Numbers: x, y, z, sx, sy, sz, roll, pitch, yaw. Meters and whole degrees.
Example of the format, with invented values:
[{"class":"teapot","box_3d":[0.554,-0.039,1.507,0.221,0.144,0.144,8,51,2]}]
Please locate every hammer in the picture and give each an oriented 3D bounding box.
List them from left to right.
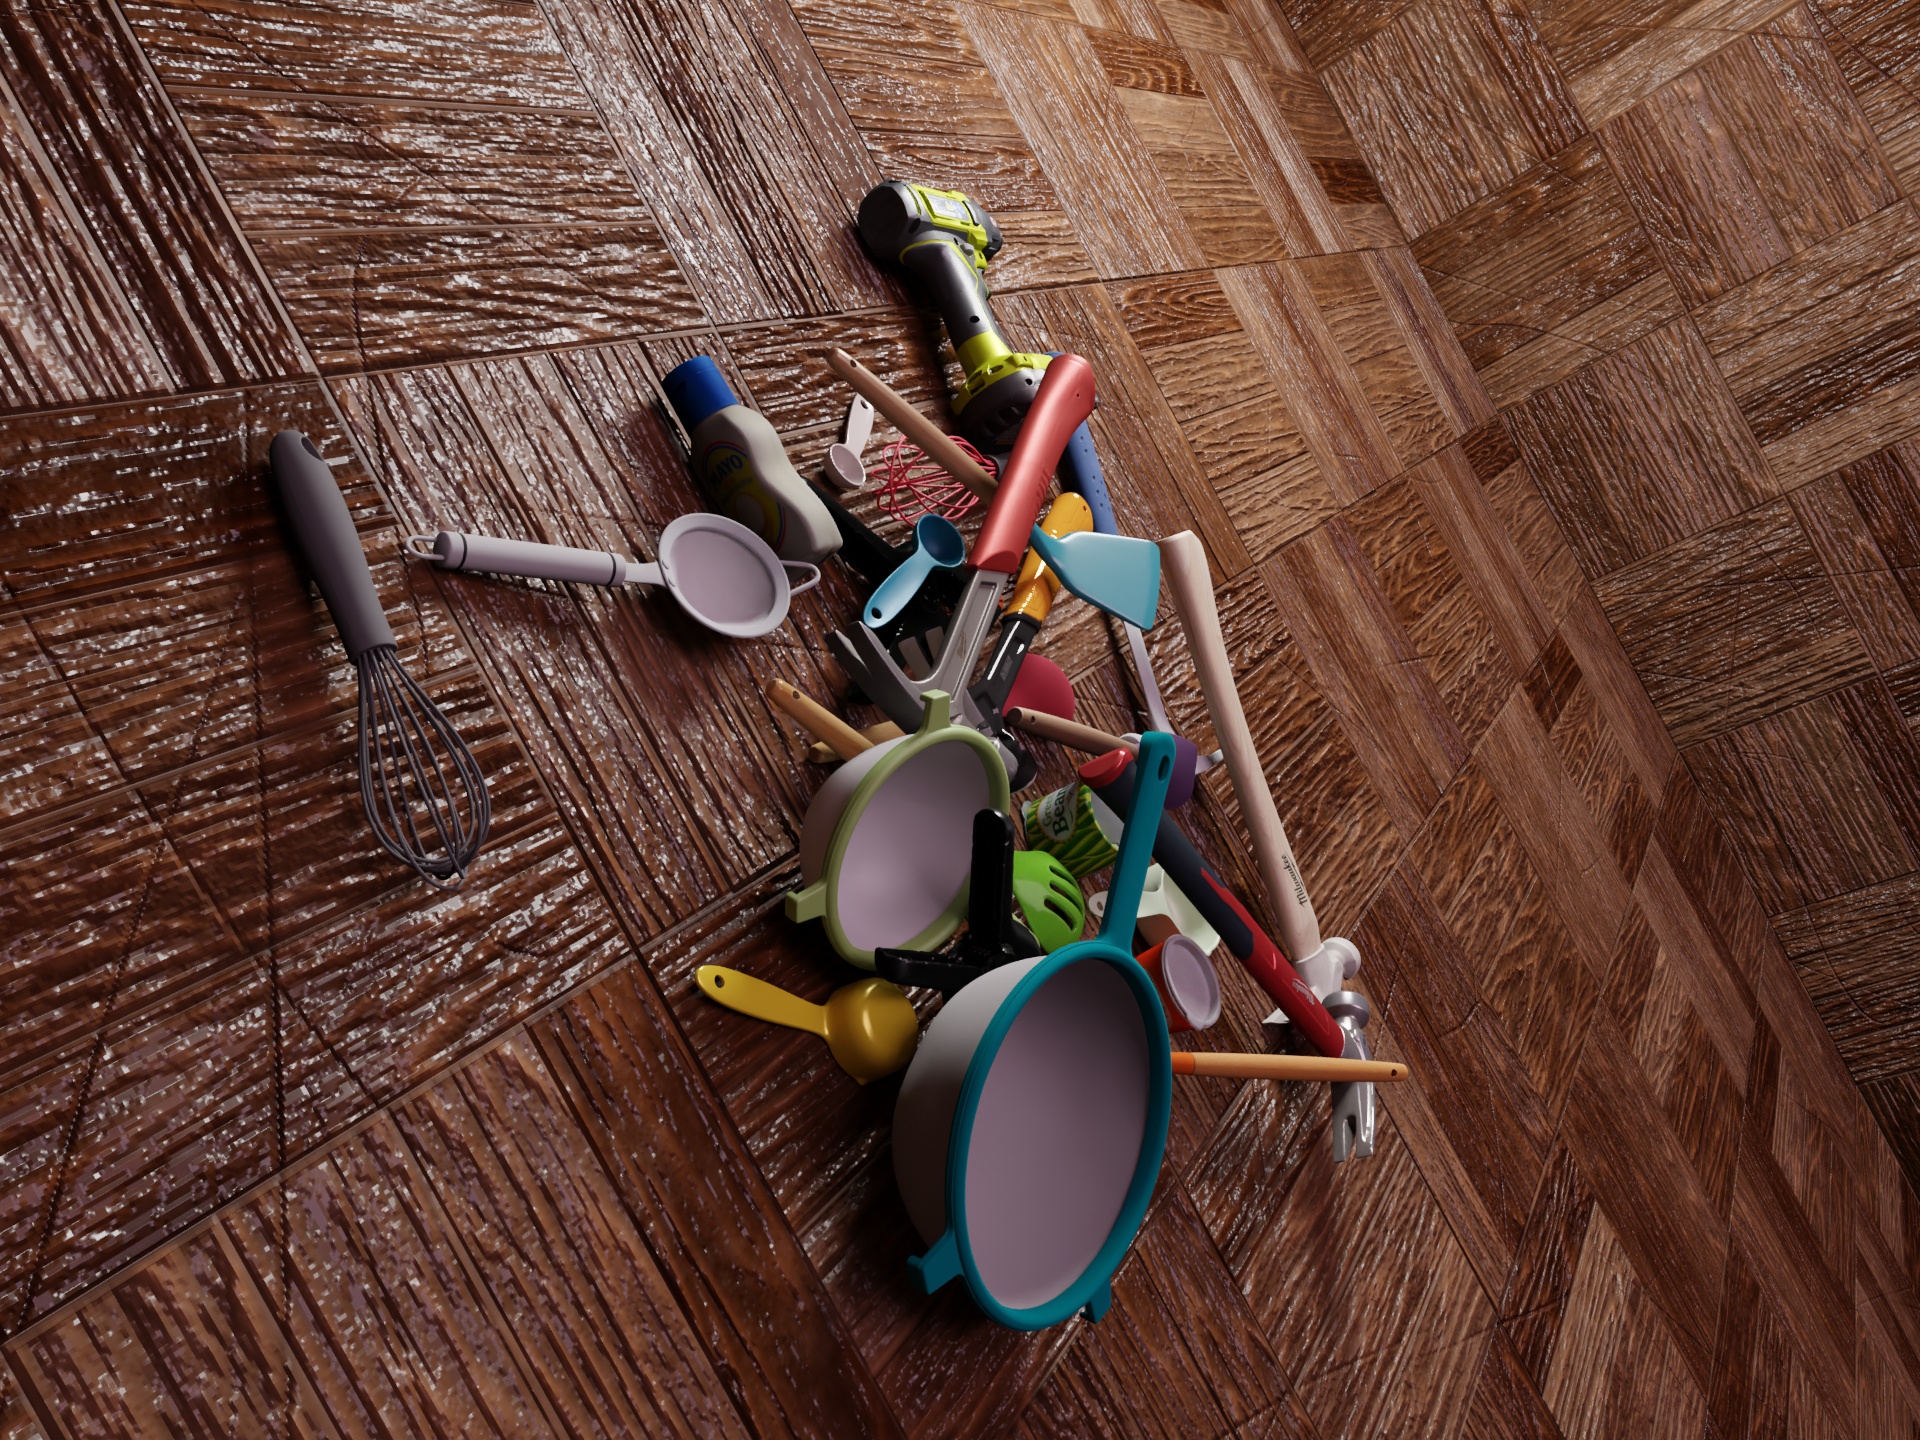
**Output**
[{"class":"hammer","box_3d":[0.023,-0.129,1.047,0.149,0.037,0.359,46,46,-28]},{"class":"hammer","box_3d":[0.045,-0.089,1.160,0.127,0.034,0.337,56,31,-21]},{"class":"hammer","box_3d":[0.132,-0.135,1.366,0.144,0.035,0.406,11,59,-50]},{"class":"hammer","box_3d":[0.200,0.163,1.142,0.386,0.038,0.143,48,34,-30]},{"class":"hammer","box_3d":[0.232,0.045,1.313,0.146,0.038,0.410,-23,95,-55]}]

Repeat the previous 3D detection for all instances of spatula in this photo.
[{"class":"spatula","box_3d":[0.028,-0.166,1.115,0.317,0.044,0.082,35,51,-36]},{"class":"spatula","box_3d":[0.113,0.023,1.157,0.315,0.018,0.060,18,79,-59]},{"class":"spatula","box_3d":[0.182,0.237,1.087,0.322,0.041,0.081,8,80,-24]}]

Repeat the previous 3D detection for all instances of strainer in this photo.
[{"class":"strainer","box_3d":[-0.190,-0.083,0.890,0.258,0.050,0.087,3,58,-46]},{"class":"strainer","box_3d":[-0.023,0.089,0.969,0.151,0.069,0.256,-57,144,-12]},{"class":"strainer","box_3d":[0.045,0.163,0.911,0.210,0.095,0.340,34,66,-49]}]

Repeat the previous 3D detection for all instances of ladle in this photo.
[{"class":"ladle","box_3d":[-0.002,-0.004,1.101,0.315,0.031,0.069,-15,77,-55]}]

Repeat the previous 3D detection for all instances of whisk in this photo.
[{"class":"whisk","box_3d":[-0.275,-0.032,0.735,0.055,0.055,0.239,-8,69,-55]},{"class":"whisk","box_3d":[0.012,-0.191,1.226,0.073,0.073,0.296,63,27,2]}]

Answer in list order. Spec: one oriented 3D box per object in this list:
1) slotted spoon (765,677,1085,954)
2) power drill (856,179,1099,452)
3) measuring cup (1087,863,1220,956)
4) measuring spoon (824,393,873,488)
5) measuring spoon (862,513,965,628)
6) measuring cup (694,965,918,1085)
[{"class":"slotted spoon","box_3d":[-0.011,0.063,1.022,0.313,0.031,0.070,40,44,-34]},{"class":"power drill","box_3d":[0.021,-0.339,1.326,0.171,0.080,0.223,-13,75,-56]},{"class":"measuring cup","box_3d":[0.132,0.140,1.168,0.167,0.038,0.083,7,62,-49]},{"class":"measuring spoon","box_3d":[-0.080,-0.203,1.151,0.034,0.018,0.124,43,31,-24]},{"class":"measuring spoon","box_3d":[-0.037,-0.094,1.061,0.042,0.021,0.129,47,45,-10]},{"class":"measuring cup","box_3d":[-0.080,0.157,0.873,0.156,0.029,0.062,30,45,-43]}]
